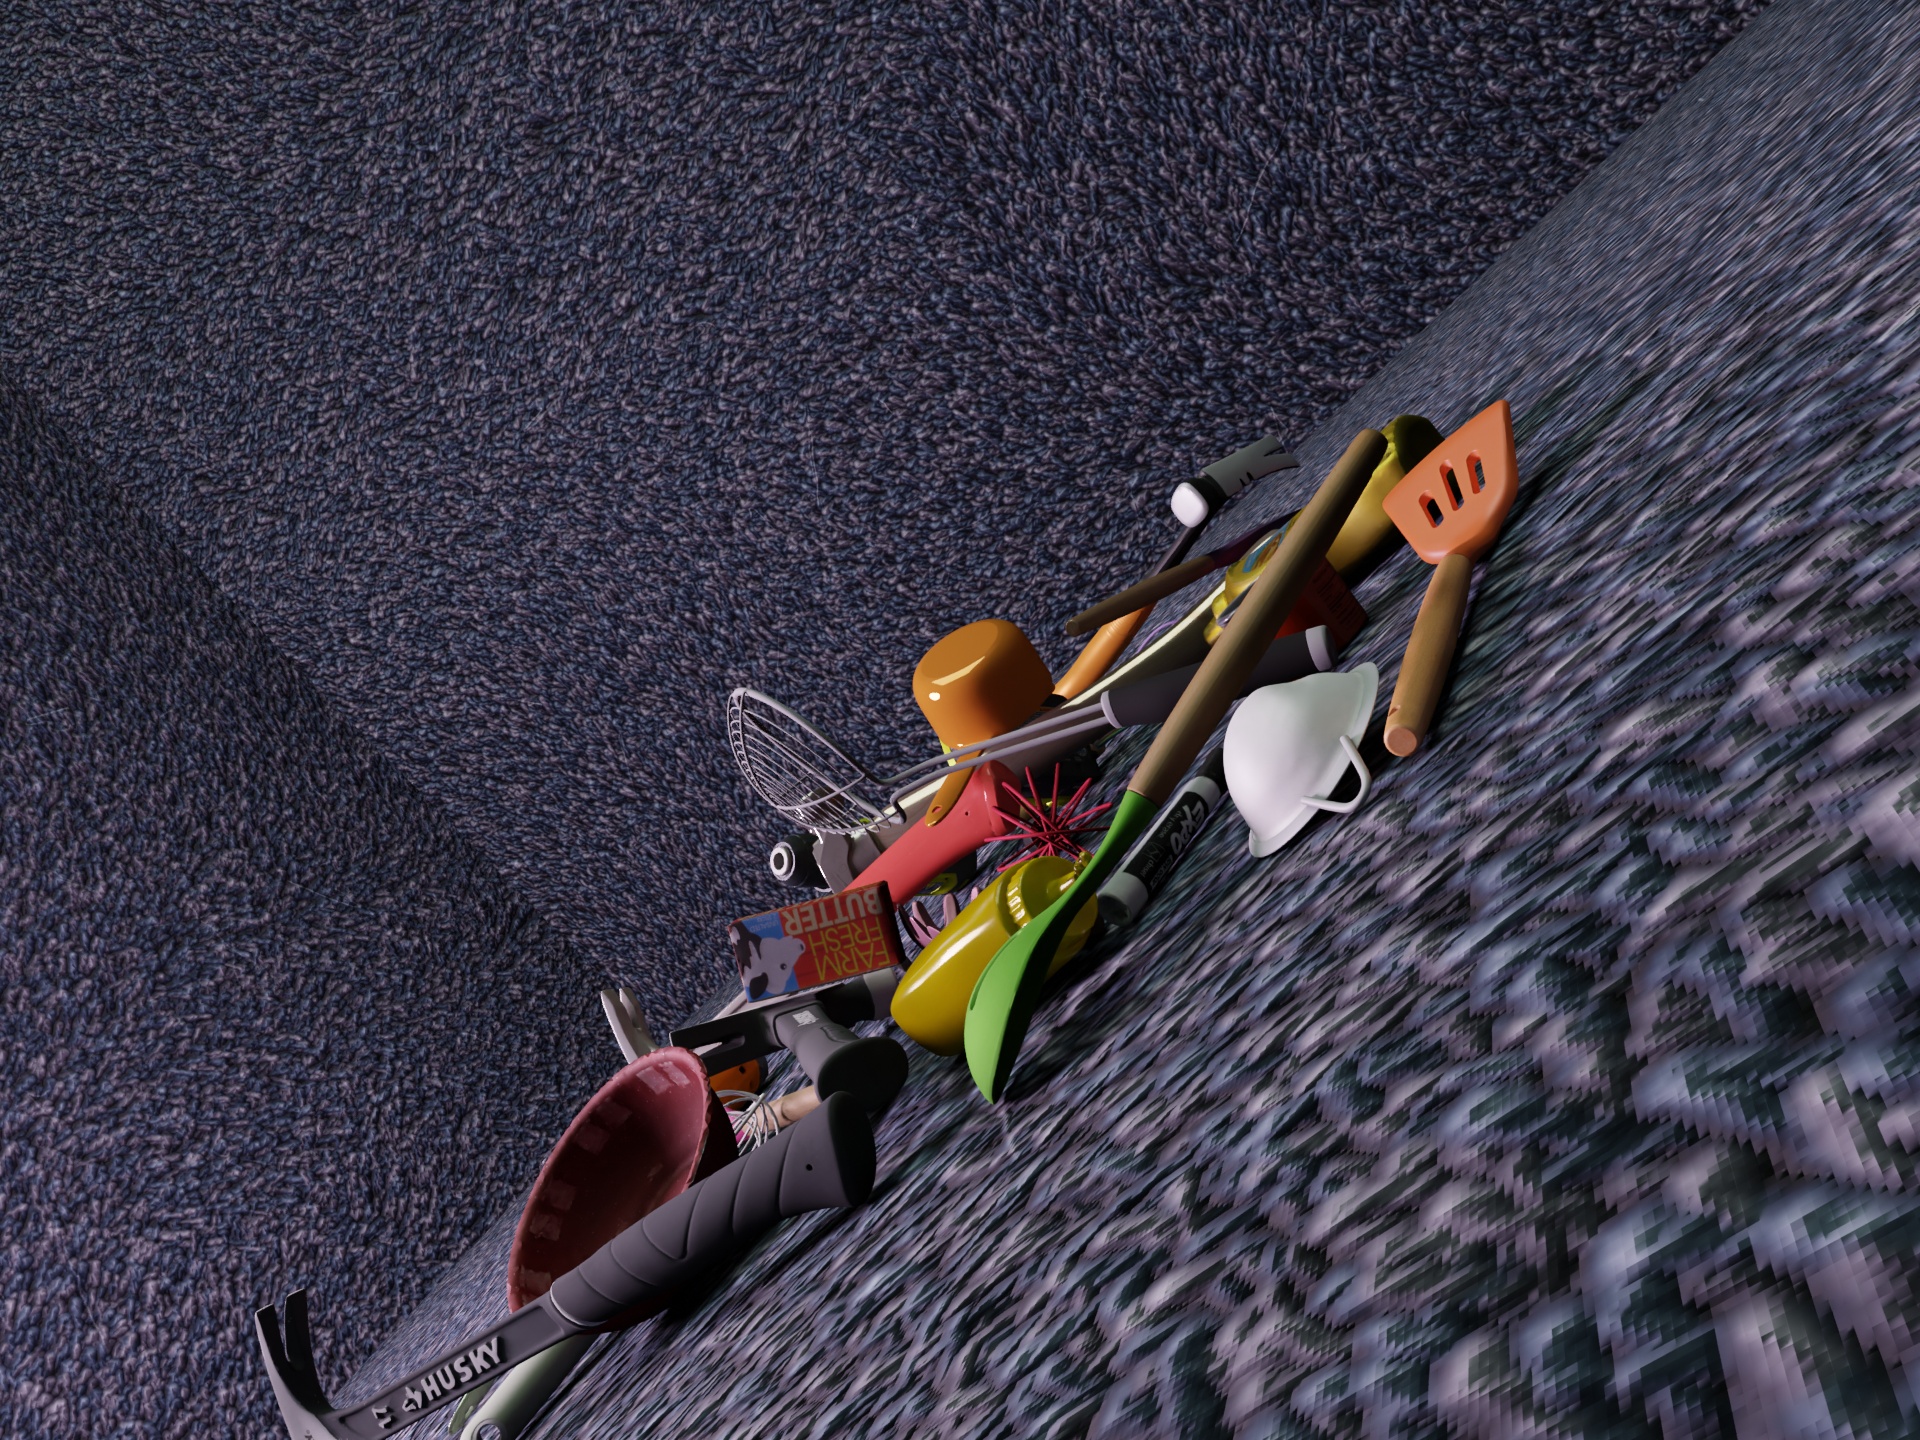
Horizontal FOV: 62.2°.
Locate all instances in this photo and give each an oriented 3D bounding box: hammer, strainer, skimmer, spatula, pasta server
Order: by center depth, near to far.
[{"bbox_3d":[0.136,0.005,0.677,0.087,0.050,0.258,-59,-4,8],"label":"strainer"},{"bbox_3d":[0.202,-0.063,0.679,0.081,0.041,0.323,-43,3,32],"label":"spatula"},{"bbox_3d":[-0.192,0.274,0.744,0.409,0.149,0.036,-36,-10,25],"label":"hammer"},{"bbox_3d":[-0.081,0.176,0.859,0.146,0.035,0.335,-16,-3,-12],"label":"hammer"},{"bbox_3d":[0.022,0.109,0.872,0.060,0.040,0.316,-11,-6,-15],"label":"pasta server"},{"bbox_3d":[0.029,-0.012,0.892,0.363,0.127,0.090,-18,47,24],"label":"skimmer"},{"bbox_3d":[-0.099,0.145,1.087,0.359,0.149,0.036,-44,-23,19],"label":"hammer"},{"bbox_3d":[0.083,0.010,1.092,0.410,0.146,0.038,-34,-17,8],"label":"hammer"},{"bbox_3d":[0.172,-0.111,1.207,0.316,0.018,0.059,-27,-14,-47],"label":"spatula"},{"bbox_3d":[0.152,-0.101,1.302,0.127,0.034,0.336,-31,-15,-37],"label":"hammer"}]

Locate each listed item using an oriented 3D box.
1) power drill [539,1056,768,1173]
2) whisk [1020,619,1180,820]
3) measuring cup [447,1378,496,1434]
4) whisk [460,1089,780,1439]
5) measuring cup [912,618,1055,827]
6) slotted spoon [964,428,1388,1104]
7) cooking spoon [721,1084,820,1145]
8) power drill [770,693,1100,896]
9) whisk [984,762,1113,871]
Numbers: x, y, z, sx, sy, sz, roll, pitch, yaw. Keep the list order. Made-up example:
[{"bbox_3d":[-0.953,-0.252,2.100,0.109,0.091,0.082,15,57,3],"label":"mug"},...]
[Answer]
[{"bbox_3d":[-0.266,0.348,1.321,0.226,0.084,0.164,-37,7,48],"label":"power drill"},{"bbox_3d":[0.121,0.005,1.240,0.047,0.051,0.245,-13,-28,-49],"label":"whisk"},{"bbox_3d":[-0.228,0.342,0.915,0.168,0.038,0.083,-54,-22,-44],"label":"measuring cup"},{"bbox_3d":[-0.189,0.309,0.894,0.246,0.058,0.059,-50,-1,-20],"label":"whisk"},{"bbox_3d":[-0.002,-0.003,1.032,0.095,0.052,0.174,-15,29,32],"label":"measuring cup"},{"bbox_3d":[0.086,0.011,0.636,0.314,0.031,0.070,-56,-14,-9],"label":"slotted spoon"},{"bbox_3d":[-0.118,0.244,0.976,0.017,0.069,0.319,2,-21,-29],"label":"cooking spoon"},{"bbox_3d":[-0.022,0.069,1.232,0.190,0.080,0.228,4,-35,-45],"label":"power drill"},{"bbox_3d":[0.051,0.065,0.923,0.073,0.073,0.296,-44,-5,-2],"label":"whisk"}]
